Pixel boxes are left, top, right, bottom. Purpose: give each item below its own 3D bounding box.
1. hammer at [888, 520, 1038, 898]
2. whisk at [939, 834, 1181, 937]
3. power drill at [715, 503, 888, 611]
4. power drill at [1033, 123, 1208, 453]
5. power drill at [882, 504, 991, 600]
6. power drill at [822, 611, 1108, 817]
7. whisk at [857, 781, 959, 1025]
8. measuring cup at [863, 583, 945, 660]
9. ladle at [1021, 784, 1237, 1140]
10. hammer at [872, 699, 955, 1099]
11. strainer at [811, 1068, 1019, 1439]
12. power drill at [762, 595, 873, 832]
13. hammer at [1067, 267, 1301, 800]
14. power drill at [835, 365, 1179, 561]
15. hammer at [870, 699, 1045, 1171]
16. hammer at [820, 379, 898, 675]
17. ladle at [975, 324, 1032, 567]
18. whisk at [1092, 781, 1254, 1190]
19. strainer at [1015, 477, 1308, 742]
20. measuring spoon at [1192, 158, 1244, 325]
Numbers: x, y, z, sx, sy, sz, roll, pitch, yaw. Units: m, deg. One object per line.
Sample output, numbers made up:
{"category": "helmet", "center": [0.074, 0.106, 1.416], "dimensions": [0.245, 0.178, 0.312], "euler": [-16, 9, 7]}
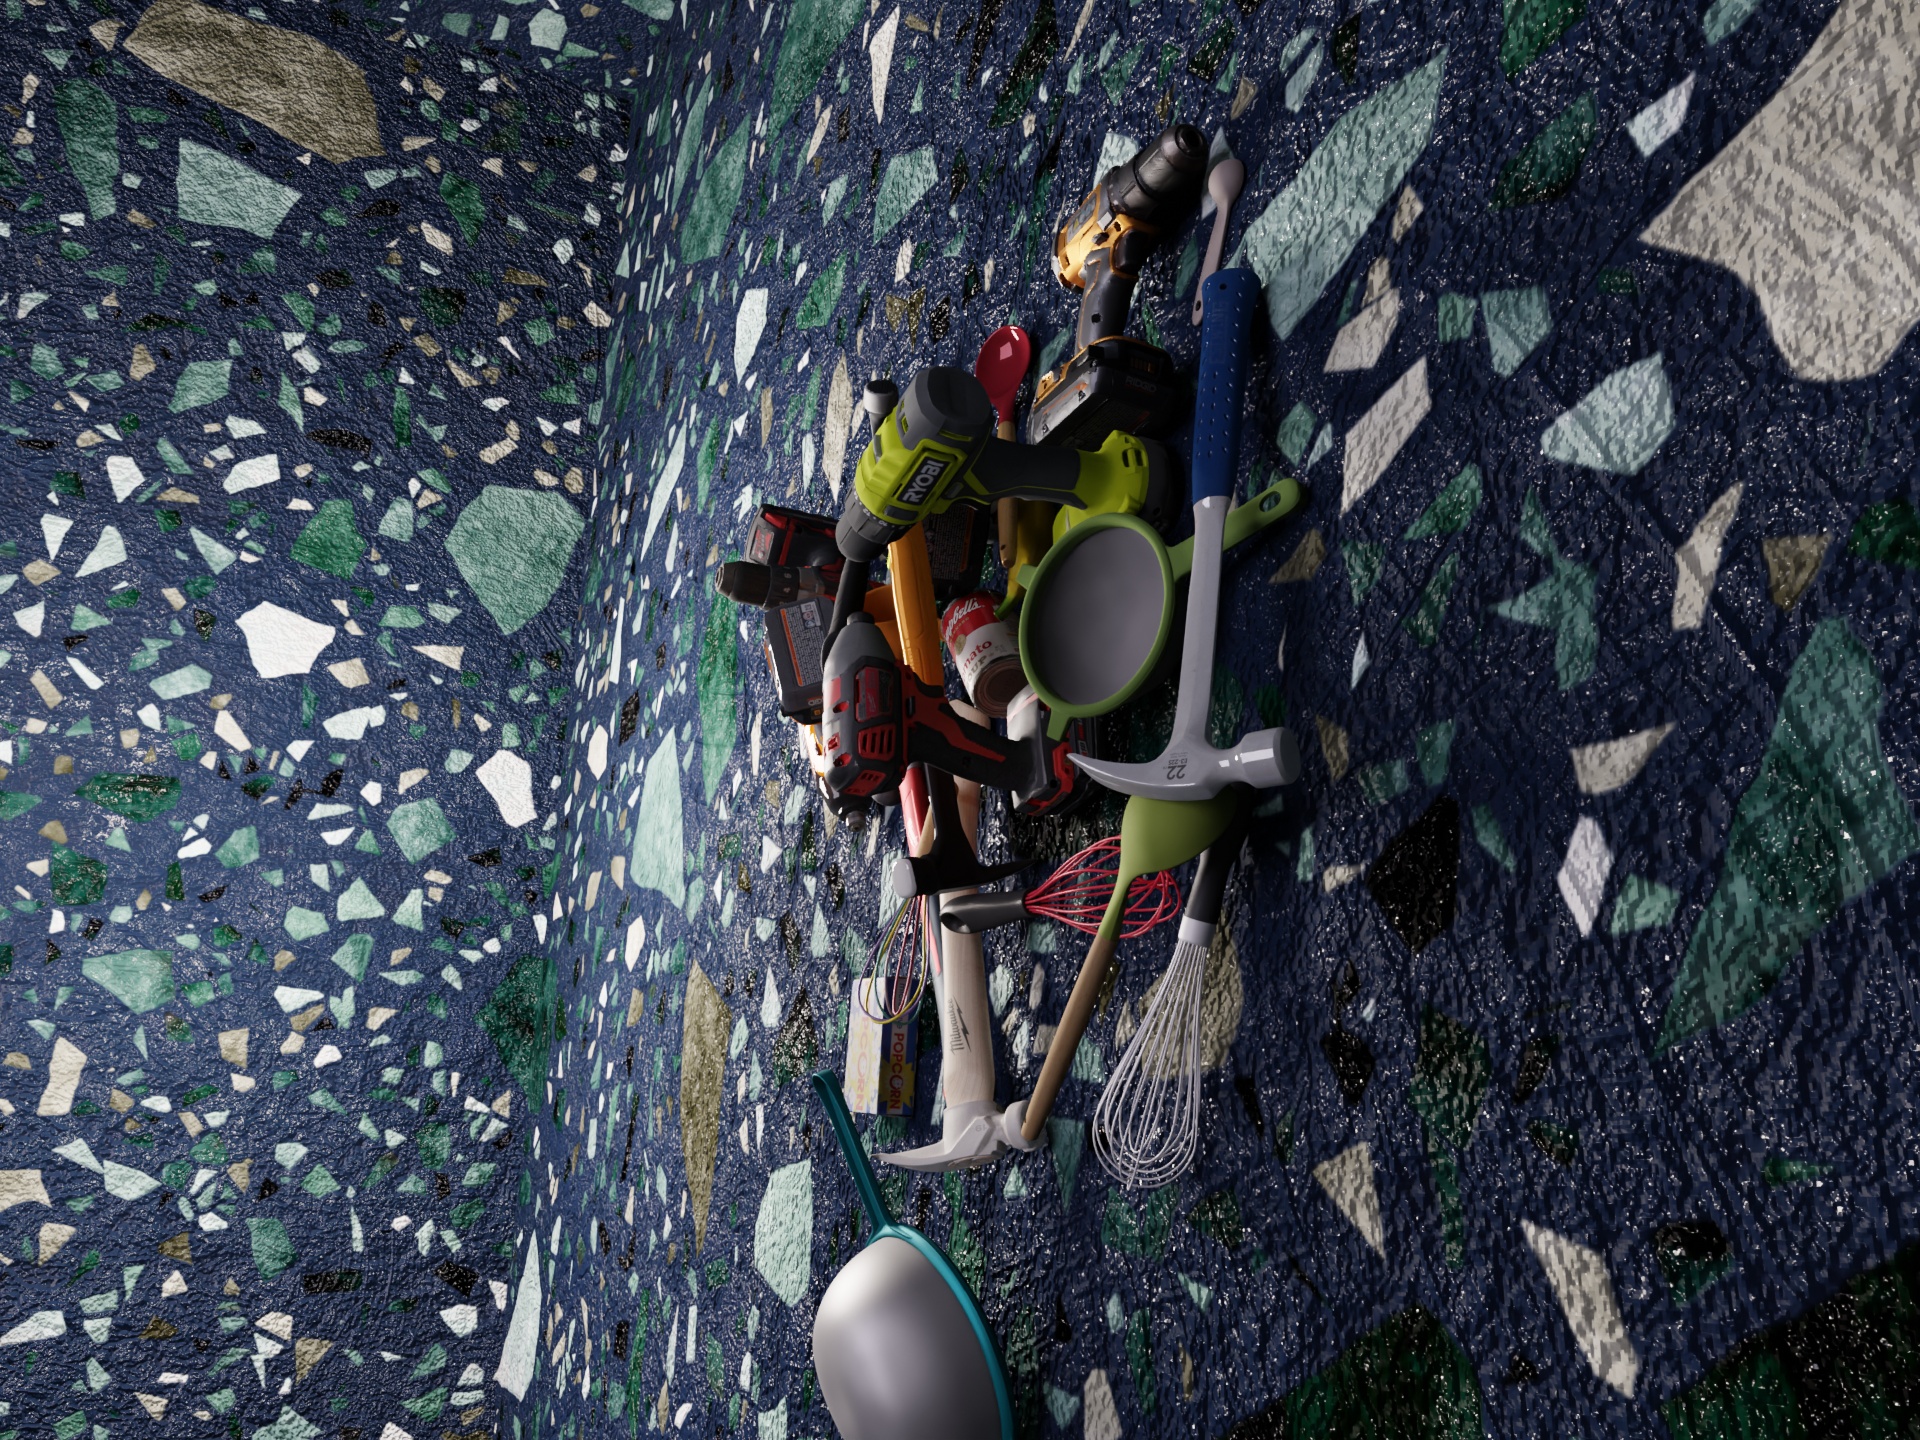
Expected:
{"category": "hammer", "center": [-0.021, -0.030, 1.288], "dimensions": [0.034, 0.127, 0.337], "euler": [-15, 83, 53]}
{"category": "whisk", "center": [0.066, 0.133, 1.186], "dimensions": [0.296, 0.073, 0.073], "euler": [-21, 62, 56]}
{"category": "power drill", "center": [-0.182, -0.163, 1.727], "dimensions": [0.227, 0.187, 0.080], "euler": [-122, 46, -61]}
{"category": "power drill", "center": [0.129, -0.332, 1.232], "dimensions": [0.185, 0.084, 0.226], "euler": [147, 133, -60]}
{"category": "power drill", "center": [-0.030, -0.209, 1.431], "dimensions": [0.223, 0.080, 0.171], "euler": [-113, 29, -67]}
{"category": "power drill", "center": [-0.002, -0.004, 1.223], "dimensions": [0.078, 0.219, 0.143], "euler": [-44, 43, 53]}
{"category": "whisk", "center": [-0.031, 0.143, 1.288], "dimensions": [0.047, 0.051, 0.245], "euler": [-48, 20, 45]}
{"category": "measuring cup", "center": [-0.040, -0.080, 1.519], "dimensions": [0.174, 0.095, 0.052], "euler": [30, 143, 51]}
{"category": "ladle", "center": [0.103, 0.165, 1.059], "dimensions": [0.078, 0.062, 0.320], "euler": [-87, 12, -61]}
{"category": "hammer", "center": [-0.016, 0.158, 1.418], "dimensions": [0.143, 0.038, 0.387], "euler": [-56, 34, 39]}
{"category": "strainer", "center": [-0.076, 0.444, 1.227], "dimensions": [0.211, 0.095, 0.340], "euler": [-40, 70, 56]}
{"category": "power drill", "center": [-0.131, 0.001, 1.589], "dimensions": [0.226, 0.084, 0.164], "euler": [81, 173, -57]}
{"category": "hammer", "center": [0.158, -0.132, 1.041], "dimensions": [0.144, 0.035, 0.406], "euler": [-11, 56, 33]}
{"category": "power drill", "center": [0.029, -0.168, 1.204], "dimensions": [0.190, 0.228, 0.080], "euler": [-48, 39, 50]}
{"category": "hammer", "center": [-0.007, 0.169, 1.340], "dimensions": [0.146, 0.038, 0.411], "euler": [-21, 54, 29]}
{"category": "hammer", "center": [-0.098, -0.173, 1.558], "dimensions": [0.409, 0.036, 0.149], "euler": [-85, -1, -50]}
{"category": "ladle", "center": [0.041, -0.242, 1.390], "dimensions": [0.069, 0.031, 0.316], "euler": [-35, 36, 32]}
{"category": "whisk", "center": [0.147, 0.169, 1.041], "dimensions": [0.070, 0.070, 0.284], "euler": [14, 89, 66]}
{"category": "strainer", "center": [0.153, -0.093, 1.128], "dimensions": [0.256, 0.069, 0.152], "euler": [-32, 57, 37]}
{"category": "measuring spoon", "center": [0.186, -0.358, 1.189], "dimensions": [0.034, 0.018, 0.124], "euler": [-153, 73, -65]}
